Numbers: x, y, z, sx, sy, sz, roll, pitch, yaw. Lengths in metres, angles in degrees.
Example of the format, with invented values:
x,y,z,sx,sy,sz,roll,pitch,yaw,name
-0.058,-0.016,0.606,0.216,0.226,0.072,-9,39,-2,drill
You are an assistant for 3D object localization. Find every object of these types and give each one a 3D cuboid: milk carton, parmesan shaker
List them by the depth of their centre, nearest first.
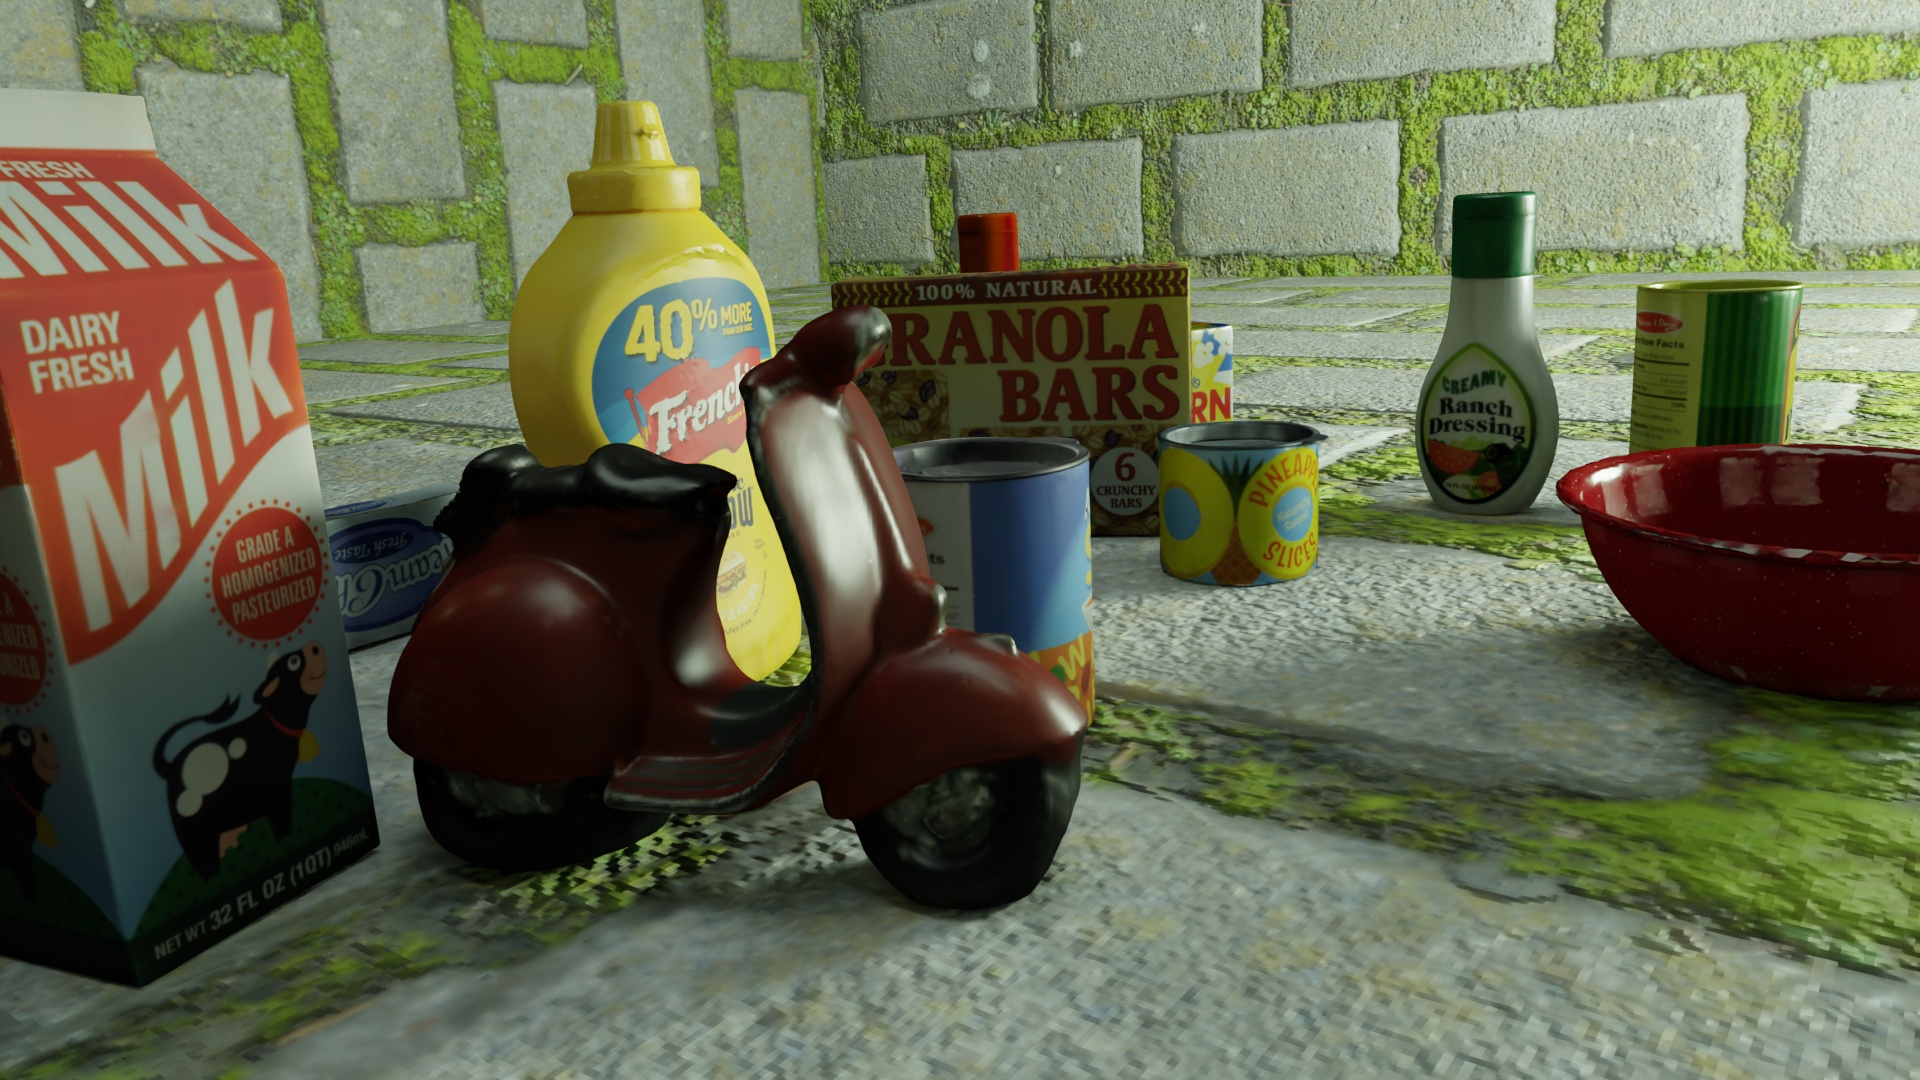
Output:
x,y,z,sx,sy,sz,roll,pitch,yaw,name
-0.201,-0.005,0.319,0.073,0.190,0.072,2,14,23,milk carton
0.341,-0.065,0.634,0.071,0.102,0.071,-3,13,1,parmesan shaker

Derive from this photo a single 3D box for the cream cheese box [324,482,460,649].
x,y,z,sx,sy,sz,roll,pitch,yaw,name
-0.233,0.013,0.542,0.024,0.053,0.104,6,16,34,cream cheese box

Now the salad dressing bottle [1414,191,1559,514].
x,y,z,sx,sy,sz,roll,pitch,yaw,name
0.248,-0.088,0.652,0.064,0.147,0.044,7,16,36,salad dressing bottle

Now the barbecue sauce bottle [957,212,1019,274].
x,y,z,sx,sy,sz,roll,pitch,yaw,name
0.020,-0.127,0.859,0.044,0.148,0.065,-15,17,-41,barbecue sauce bottle

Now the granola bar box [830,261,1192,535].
x,y,z,sx,sy,sz,roll,pitch,yaw,name
0.027,-0.066,0.659,0.165,0.124,0.039,0,13,12,granola bar box

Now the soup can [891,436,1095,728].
x,y,z,sx,sy,sz,roll,pitch,yaw,name
0.009,0.014,0.419,0.071,0.083,0.071,-3,13,1,soup can

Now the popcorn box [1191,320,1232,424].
x,y,z,sx,sy,sz,roll,pitch,yaw,name
0.087,-0.070,0.744,0.127,0.085,0.038,-11,15,-29,popcorn box

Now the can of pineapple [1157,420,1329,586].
x,y,z,sx,sy,sz,roll,pitch,yaw,name
0.117,-0.017,0.578,0.071,0.057,0.071,-3,13,1,can of pineapple
